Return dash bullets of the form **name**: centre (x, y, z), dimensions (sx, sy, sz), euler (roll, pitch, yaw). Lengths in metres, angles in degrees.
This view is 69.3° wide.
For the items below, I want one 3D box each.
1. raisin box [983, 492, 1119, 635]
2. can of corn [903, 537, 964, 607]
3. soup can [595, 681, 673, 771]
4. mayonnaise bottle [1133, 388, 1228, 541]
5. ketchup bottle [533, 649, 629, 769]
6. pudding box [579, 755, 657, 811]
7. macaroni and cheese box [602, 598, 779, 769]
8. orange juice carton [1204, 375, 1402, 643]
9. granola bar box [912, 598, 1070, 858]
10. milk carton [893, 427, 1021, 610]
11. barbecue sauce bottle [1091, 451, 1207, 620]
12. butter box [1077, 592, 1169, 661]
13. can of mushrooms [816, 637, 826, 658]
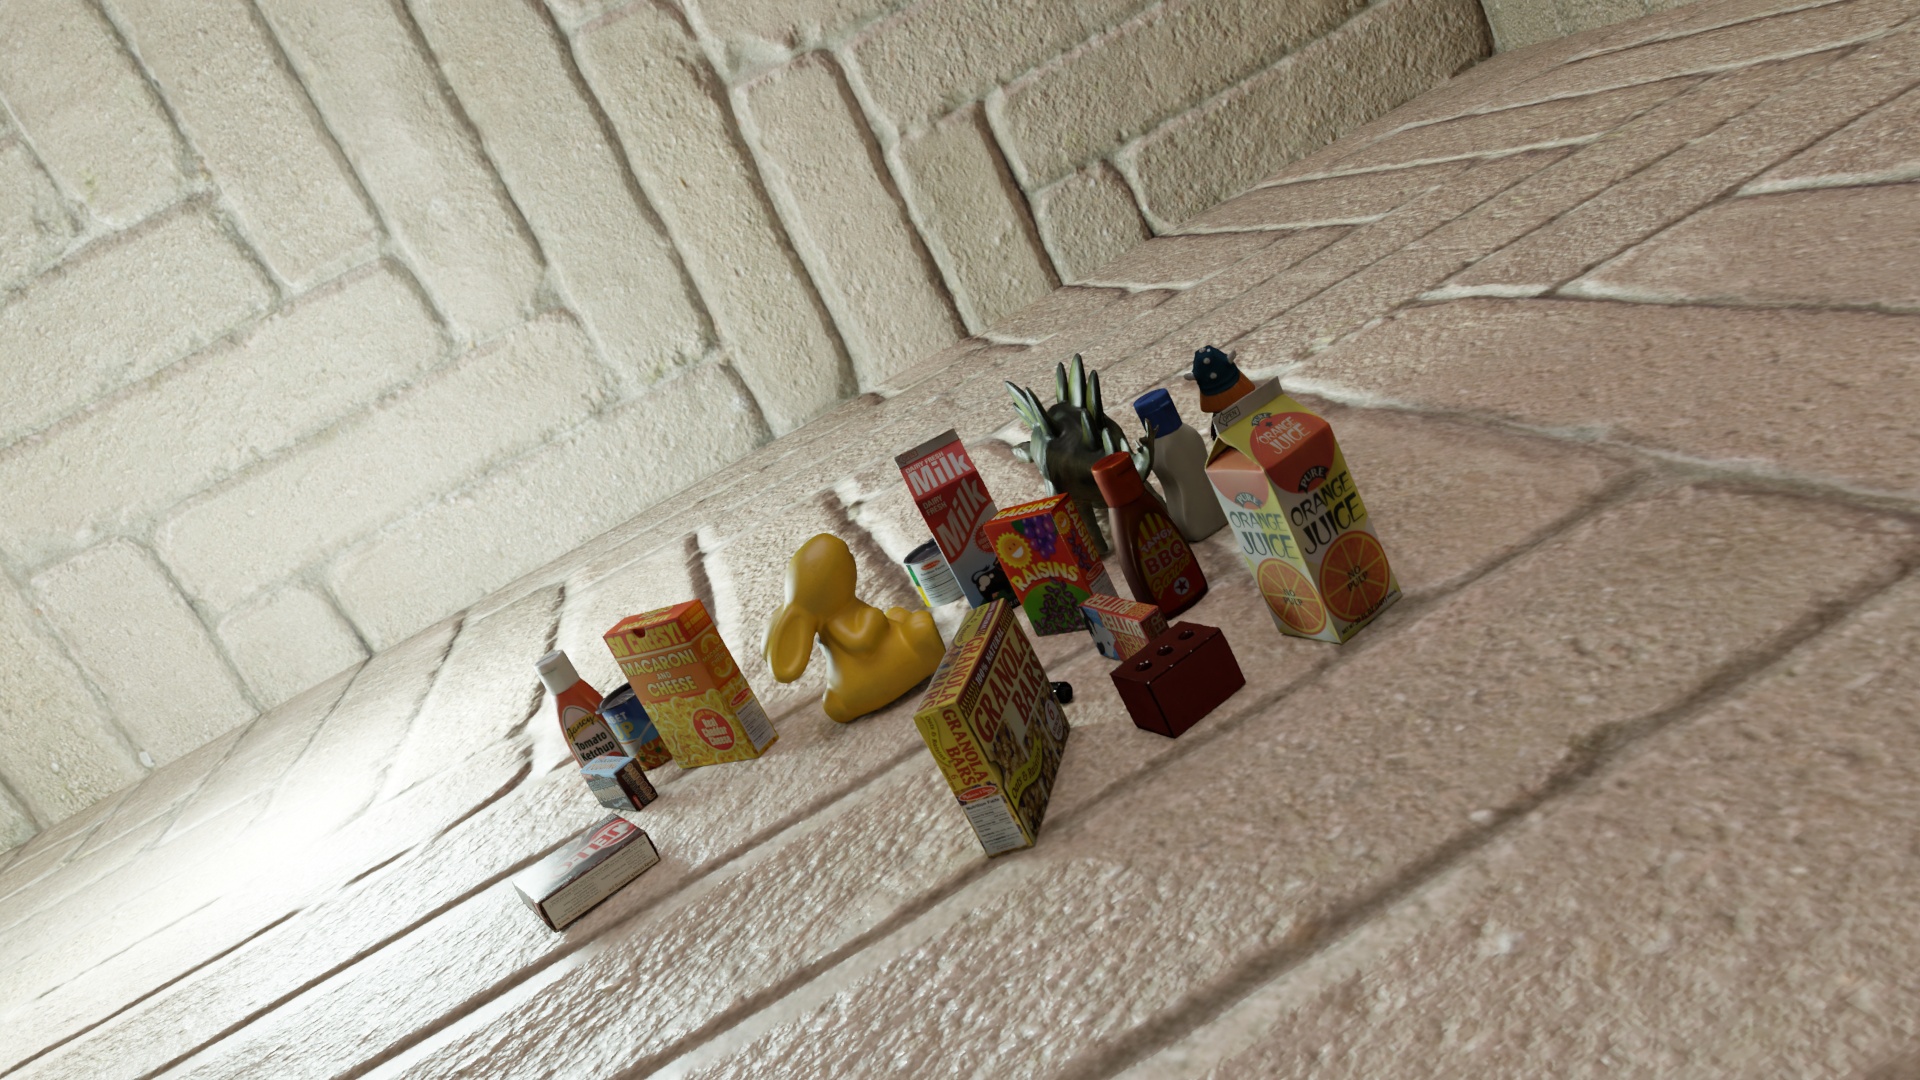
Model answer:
- **raisin box**: centre (0.086, 0.023, 1.290), dimensions (0.086, 0.123, 0.040), euler (-12, 21, 43)
- **can of corn**: centre (-0.021, 0.033, 1.557), dimensions (0.071, 0.058, 0.071), euler (-25, 16, 8)
- **soup can**: centre (-0.345, 0.199, 1.504), dimensions (0.071, 0.083, 0.071), euler (-25, 15, 8)
- **mayonnaise bottle**: centre (0.214, -0.075, 1.352), dimensions (0.065, 0.147, 0.041), euler (-34, 16, -22)
- **ketchup bottle**: centre (-0.415, 0.190, 1.526), dimensions (0.064, 0.148, 0.044), euler (-25, 15, 8)
- **pudding box**: centre (-0.350, 0.248, 1.422), dimensions (0.083, 0.049, 0.030), euler (-8, 24, 50)
- **macaroni and cheese box**: centre (-0.273, 0.147, 1.399), dimensions (0.123, 0.166, 0.040), euler (-15, 19, 38)
- **orange juice carton**: centre (0.251, -0.024, 1.045), dimensions (0.072, 0.192, 0.073), euler (-33, 16, -22)
- **granola bar box**: centre (0.028, 0.134, 1.030), dimensions (0.039, 0.124, 0.166), euler (-21, 17, 22)
- **milk carton**: centre (0.005, -0.018, 1.430), dimensions (0.072, 0.190, 0.073), euler (-27, 15, 0)
- **barbecue sauce bottle**: centre (0.161, -0.006, 1.216), dimensions (0.065, 0.148, 0.043), euler (-33, 16, -19)
- **butter box**: centre (0.141, 0.076, 1.162), dimensions (0.024, 0.053, 0.103), euler (-33, 16, -19)
- **can of mushrooms**: centre (-0.122, 0.109, 1.521), dimensions (0.071, 0.033, 0.071), euler (-25, 16, 8)
